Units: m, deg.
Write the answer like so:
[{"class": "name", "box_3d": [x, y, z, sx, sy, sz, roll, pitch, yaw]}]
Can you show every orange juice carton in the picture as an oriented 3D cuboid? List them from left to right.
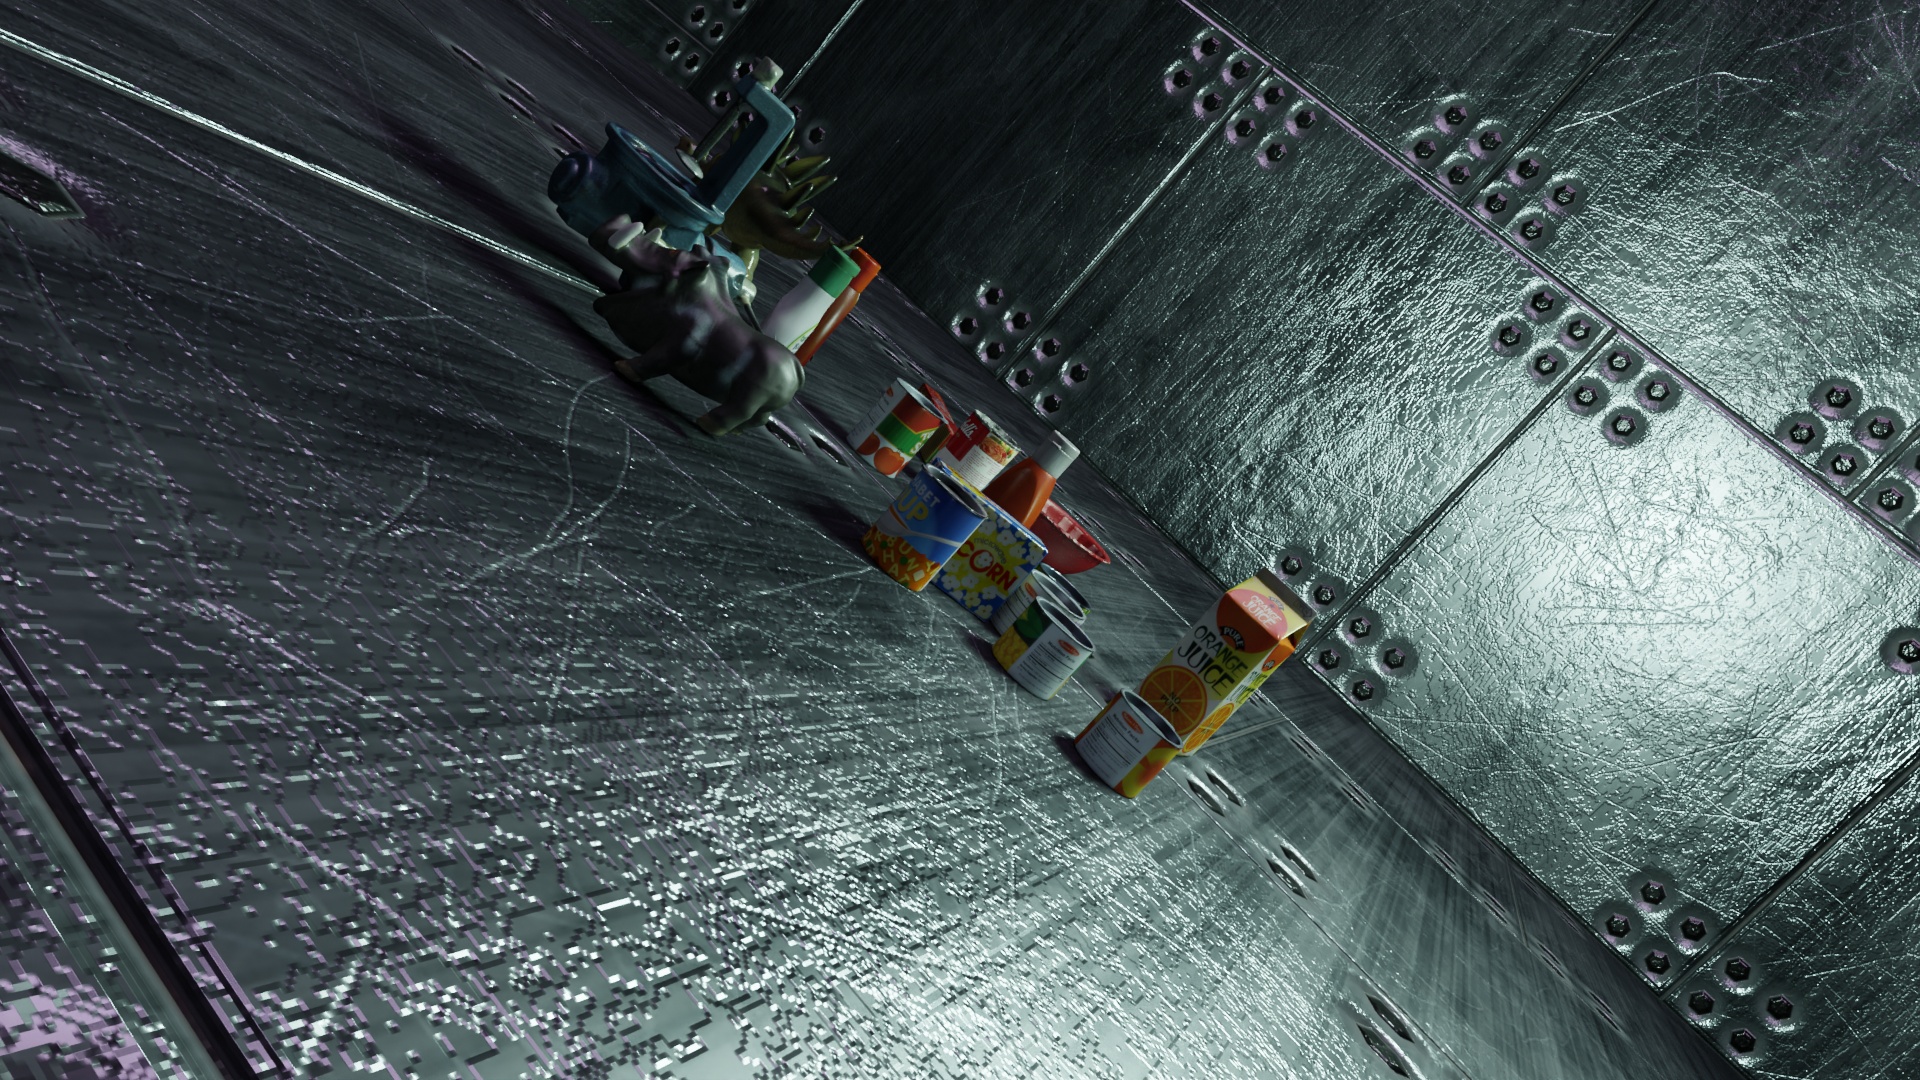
[{"class": "orange juice carton", "box_3d": [0.254, 0.117, 1.347, 0.072, 0.192, 0.073, 46, 10, 25]}]

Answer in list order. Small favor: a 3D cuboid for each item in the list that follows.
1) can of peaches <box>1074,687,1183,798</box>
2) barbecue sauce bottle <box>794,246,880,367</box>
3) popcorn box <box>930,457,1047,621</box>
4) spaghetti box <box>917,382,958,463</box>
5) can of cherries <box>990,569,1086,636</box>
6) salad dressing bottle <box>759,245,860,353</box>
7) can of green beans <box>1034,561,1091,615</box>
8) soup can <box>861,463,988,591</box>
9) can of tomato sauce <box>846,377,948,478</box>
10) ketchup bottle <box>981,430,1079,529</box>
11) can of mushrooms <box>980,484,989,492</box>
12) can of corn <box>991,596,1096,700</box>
[{"class": "can of peaches", "box_3d": [0.133, 0.160, 1.092, 0.071, 0.058, 0.071, 40, 10, -8]}, {"class": "barbecue sauce bottle", "box_3d": [-0.149, -0.259, 1.545, 0.043, 0.148, 0.065, 38, 10, -24]}, {"class": "popcorn box", "box_3d": [0.001, 0.000, 1.195, 0.126, 0.085, 0.038, 38, 10, -22]}, {"class": "spaghetti box", "box_3d": [-0.036, -0.147, 1.777, 0.028, 0.050, 0.251, 38, 10, -20]}, {"class": "can of cherries", "box_3d": [0.070, 0.070, 1.237, 0.071, 0.058, 0.071, 40, 10, -8]}, {"class": "salad dressing bottle", "box_3d": [-0.157, -0.218, 1.344, 0.044, 0.147, 0.064, 41, 9, -4]}, {"class": "can of green beans", "box_3d": [0.080, 0.063, 1.305, 0.071, 0.057, 0.071, 40, 10, -8]}, {"class": "soup can", "box_3d": [-0.032, -0.012, 1.125, 0.071, 0.083, 0.071, 40, 10, -8]}, {"class": "can of tomato sauce", "box_3d": [-0.065, -0.114, 1.436, 0.071, 0.083, 0.071, 40, 10, -8]}, {"class": "ketchup bottle", "box_3d": [0.062, -0.049, 1.451, 0.065, 0.148, 0.043, 45, 10, 19]}, {"class": "can of mushrooms", "box_3d": [0.022, -0.050, 1.636, 0.071, 0.033, 0.071, 40, 10, -8]}, {"class": "can of corn", "box_3d": [0.068, 0.088, 1.150, 0.071, 0.058, 0.071, 40, 10, -8]}]
